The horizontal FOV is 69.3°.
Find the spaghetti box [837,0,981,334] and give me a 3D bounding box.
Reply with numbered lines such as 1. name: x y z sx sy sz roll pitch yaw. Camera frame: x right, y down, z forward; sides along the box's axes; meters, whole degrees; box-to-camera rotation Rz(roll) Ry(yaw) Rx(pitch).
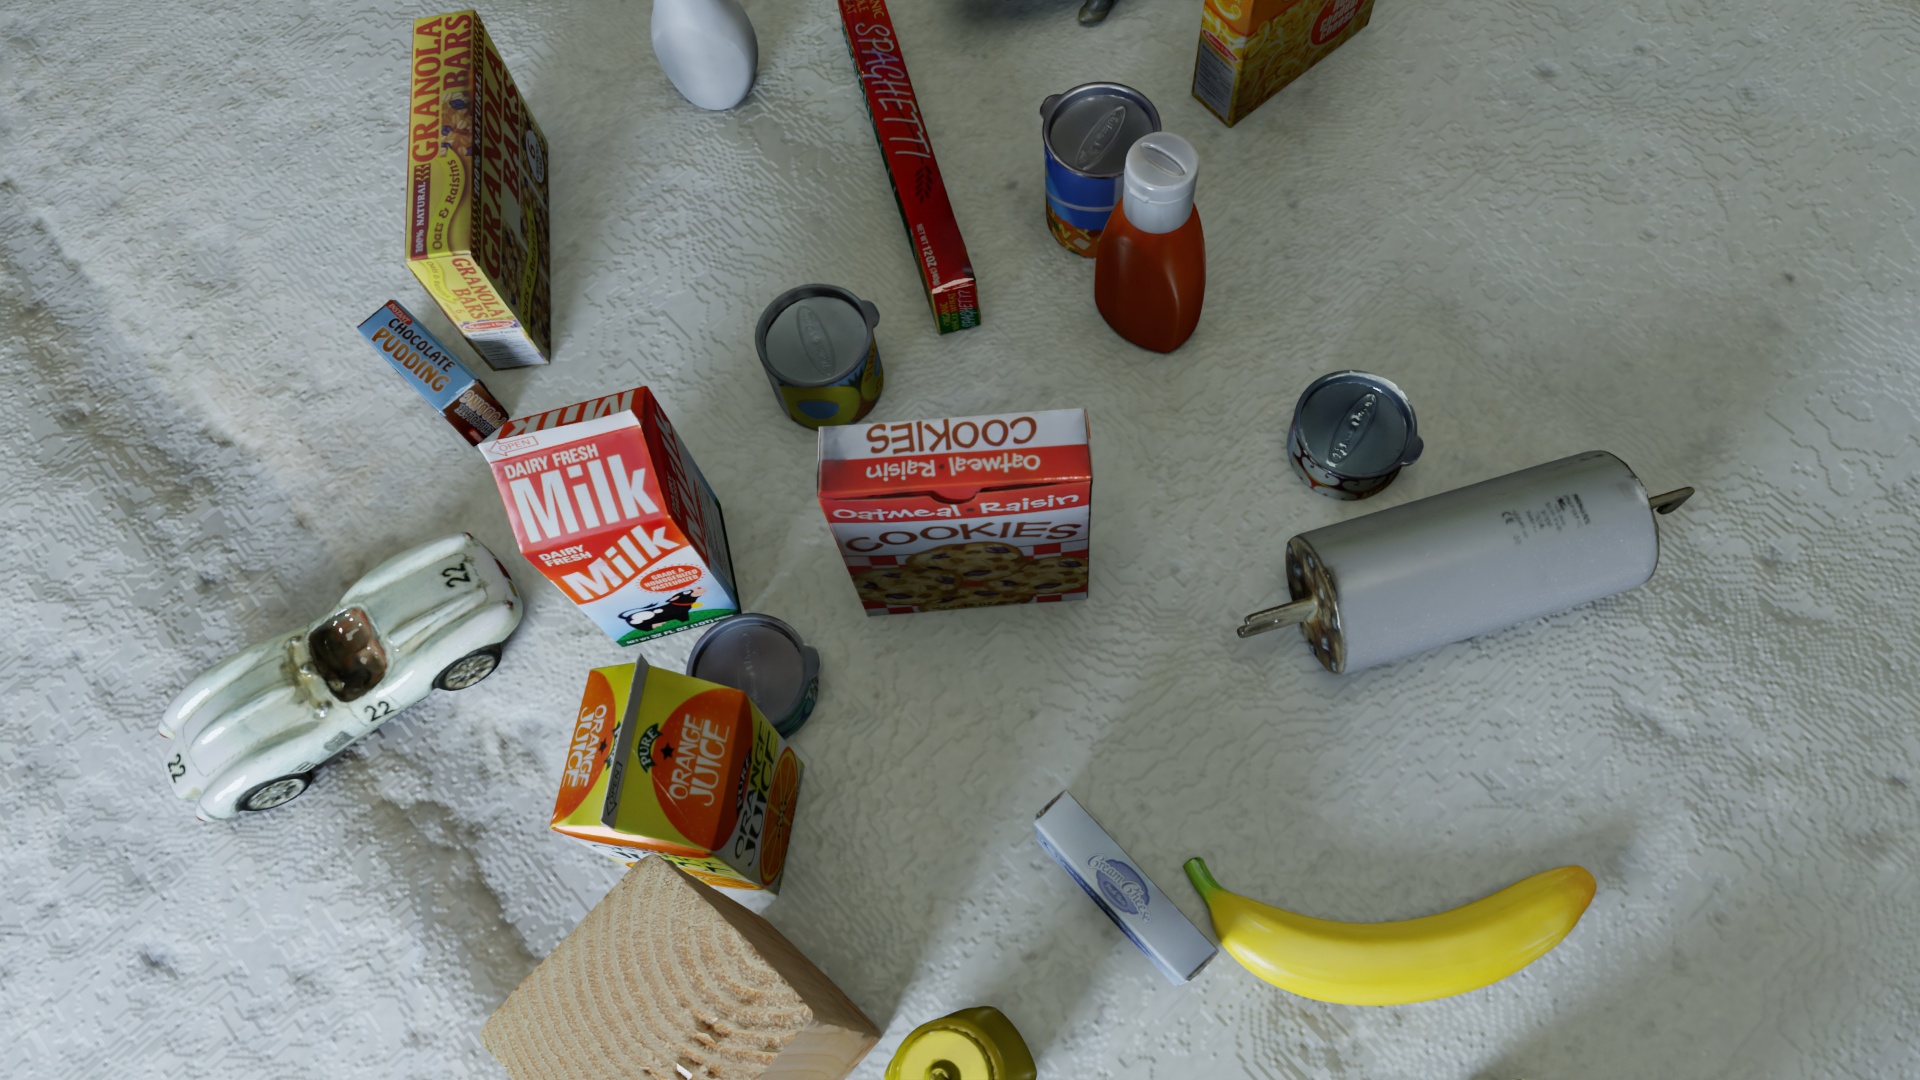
1. spaghetti box: -0.035 -0.243 0.851 0.029 0.050 0.251 -16 68 -2

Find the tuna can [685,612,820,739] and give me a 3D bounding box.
1. tuna can: -0.107 0.074 0.738 0.071 0.032 0.071 -1 68 3

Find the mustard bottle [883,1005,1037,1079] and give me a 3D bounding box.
1. mustard bottle: -0.002 0.231 0.599 0.065 0.159 0.049 -34 70 -9

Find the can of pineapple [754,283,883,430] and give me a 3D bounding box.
1. can of pineapple: -0.077 -0.104 0.794 0.071 0.057 0.071 -1 68 4

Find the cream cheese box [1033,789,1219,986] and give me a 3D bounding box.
1. cream cheese box: 0.078 0.170 0.675 0.024 0.053 0.104 -41 71 -11

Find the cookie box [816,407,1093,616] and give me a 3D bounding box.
1. cookie box: 0.002 -0.009 0.691 0.123 0.167 0.040 -4 68 2

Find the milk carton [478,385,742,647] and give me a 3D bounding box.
1. milk carton: -0.170 -0.015 0.693 0.072 0.190 0.073 -14 68 -1

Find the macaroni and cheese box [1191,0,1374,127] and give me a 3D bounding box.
1. macaroni and cheese box: 0.198 -0.337 0.810 0.124 0.166 0.040 -39 71 -11

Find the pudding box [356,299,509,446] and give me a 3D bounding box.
1. pudding box: -0.307 -0.098 0.811 0.084 0.049 0.030 41 77 17

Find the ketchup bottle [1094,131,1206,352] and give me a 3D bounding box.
1. ketchup bottle: 0.105 -0.161 0.755 0.065 0.148 0.043 38 76 17

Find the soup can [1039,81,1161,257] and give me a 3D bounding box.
1. soup can: 0.080 -0.217 0.814 0.071 0.083 0.071 -1 68 4

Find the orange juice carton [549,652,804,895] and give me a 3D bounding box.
1. orange juice carton: -0.129 0.111 0.638 0.073 0.192 0.072 7 69 7

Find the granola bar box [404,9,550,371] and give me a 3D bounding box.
1. granola bar box: -0.279 -0.201 0.811 0.039 0.123 0.166 -8 68 1

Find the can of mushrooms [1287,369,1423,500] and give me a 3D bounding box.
1. can of mushrooms: 0.217 -0.057 0.767 0.071 0.033 0.071 -1 68 3

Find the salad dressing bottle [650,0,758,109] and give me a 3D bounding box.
1. salad dressing bottle: -0.163 -0.325 0.840 0.064 0.147 0.044 8 69 7
